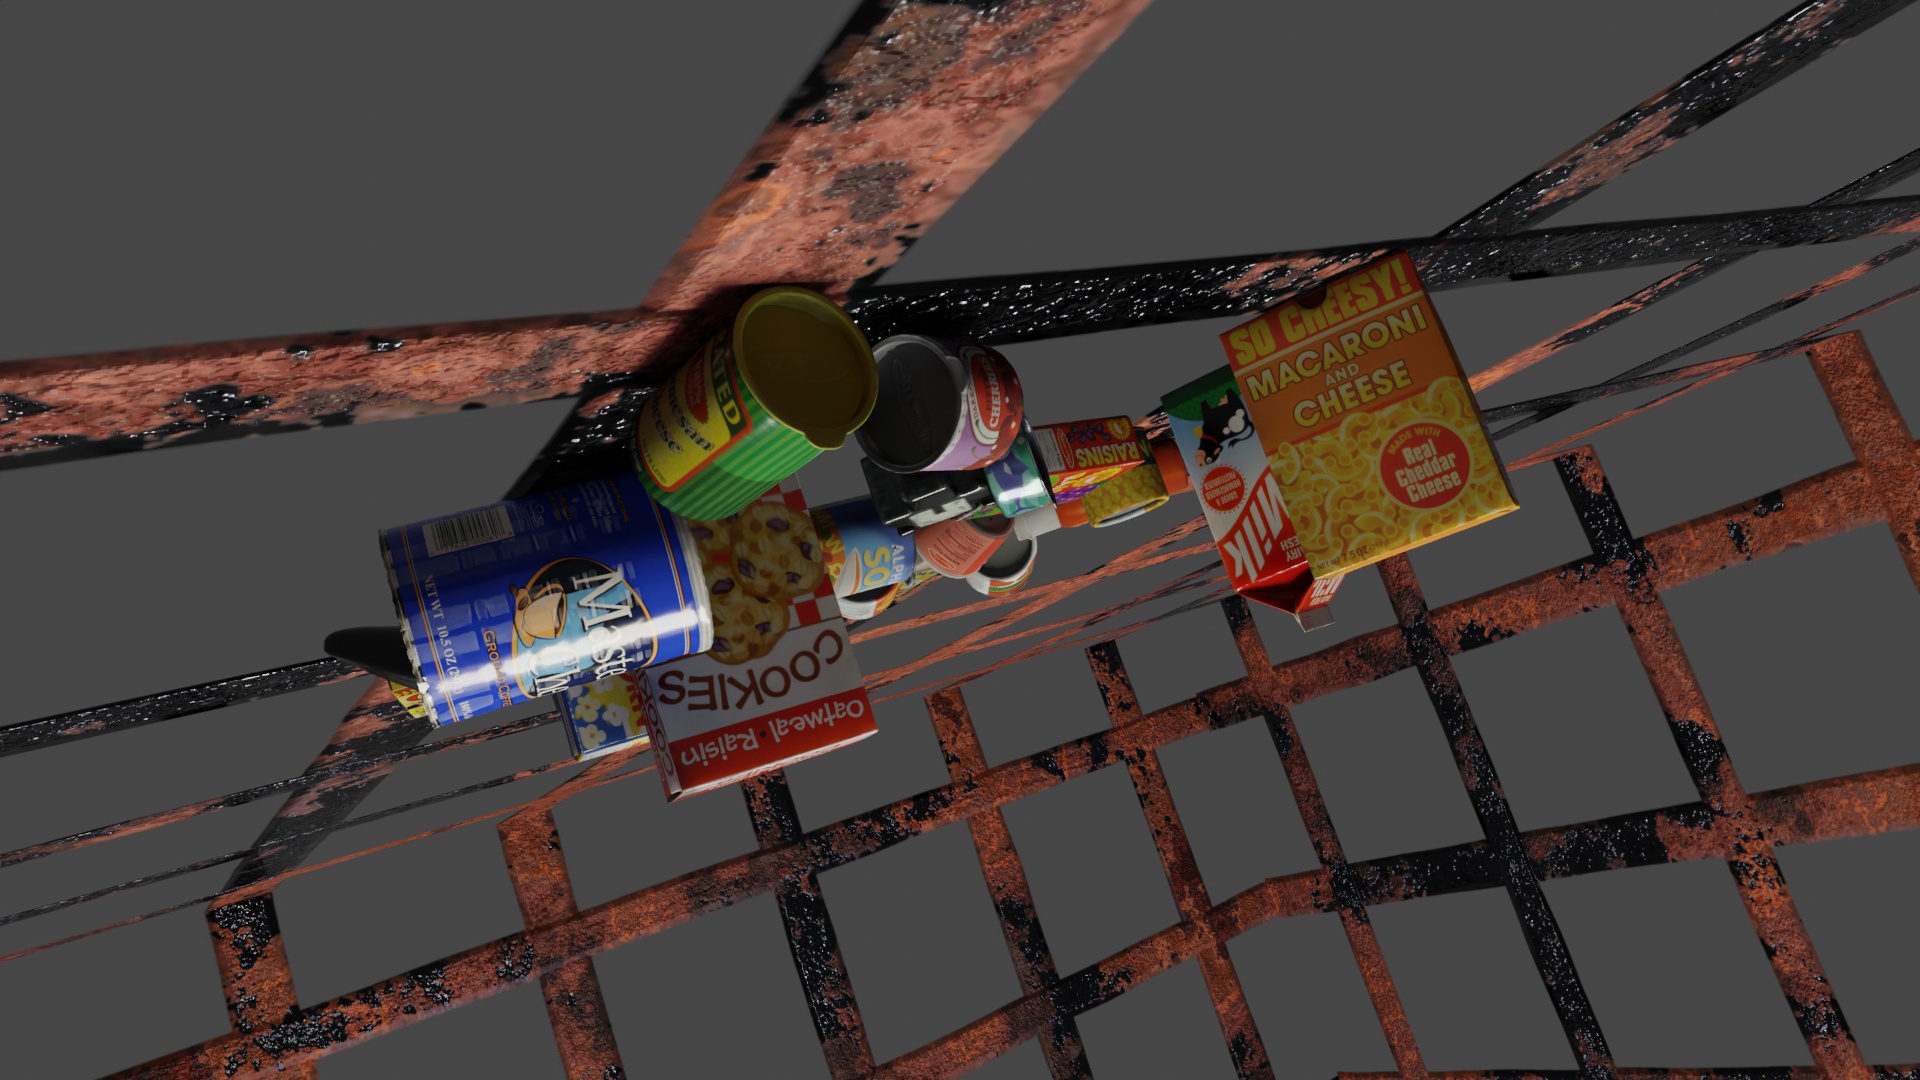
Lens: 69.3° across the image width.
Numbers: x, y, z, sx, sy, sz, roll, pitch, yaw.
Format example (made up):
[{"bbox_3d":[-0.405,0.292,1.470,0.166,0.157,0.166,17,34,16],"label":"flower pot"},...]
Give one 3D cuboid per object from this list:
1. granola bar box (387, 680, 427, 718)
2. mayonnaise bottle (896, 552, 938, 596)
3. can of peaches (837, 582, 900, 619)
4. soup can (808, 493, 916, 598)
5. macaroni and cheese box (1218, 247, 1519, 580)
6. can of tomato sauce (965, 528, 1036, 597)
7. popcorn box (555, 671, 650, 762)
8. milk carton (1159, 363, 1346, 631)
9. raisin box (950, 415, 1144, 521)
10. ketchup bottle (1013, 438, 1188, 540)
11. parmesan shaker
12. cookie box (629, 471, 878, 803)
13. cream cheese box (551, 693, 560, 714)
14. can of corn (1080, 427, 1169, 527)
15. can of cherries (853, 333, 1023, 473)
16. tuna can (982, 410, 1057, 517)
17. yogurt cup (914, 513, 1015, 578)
[{"bbox_3d":[-0.314,0.077,0.983,0.166,0.039,0.124,-16,170,-18],"label":"granola bar box"},{"bbox_3d":[-0.031,0.010,1.160,0.065,0.041,0.147,-10,167,-38],"label":"mayonnaise bottle"},{"bbox_3d":[-0.077,0.021,1.069,0.071,0.071,0.058,-18,170,-10],"label":"can of peaches"},{"bbox_3d":[-0.081,0.008,0.955,0.084,0.071,0.071,-15,169,-25],"label":"soup can"},{"bbox_3d":[0.245,-0.074,0.842,0.123,0.166,0.040,-24,169,23],"label":"macaroni and cheese box"},{"bbox_3d":[0.034,0.010,1.218,0.071,0.071,0.083,-19,170,-3],"label":"can of tomato sauce"},{"bbox_3d":[-0.205,0.060,0.836,0.085,0.127,0.038,-14,172,-27],"label":"popcorn box"},{"bbox_3d":[0.218,-0.028,0.979,0.073,0.191,0.072,-25,169,31],"label":"milk carton"},{"bbox_3d":[0.058,-0.052,0.990,0.124,0.040,0.085,-10,166,-39],"label":"raisin box"},{"bbox_3d":[0.113,-0.040,1.154,0.149,0.043,0.064,-20,170,3],"label":"ketchup bottle"},{"bbox_3d":[-0.090,-0.052,0.588,0.071,0.071,0.102,-11,167,-41],"label":"parmesan shaker"},{"bbox_3d":[-0.133,0.053,0.813,0.123,0.167,0.040,-14,169,-28],"label":"cookie box"},{"bbox_3d":[-0.270,0.104,1.032,0.053,0.024,0.103,-17,172,-27],"label":"cream cheese box"},{"bbox_3d":[0.123,-0.049,1.078,0.071,0.058,0.071,-19,171,-3],"label":"can of corn"},{"bbox_3d":[-0.009,-0.067,0.679,0.071,0.071,0.058,-25,169,32],"label":"can of cherries"},{"bbox_3d":[0.034,-0.047,0.872,0.033,0.071,0.071,-19,171,9],"label":"tuna can"},{"bbox_3d":[0.004,-0.013,1.035,0.072,0.072,0.053,-10,159,-43],"label":"yogurt cup"}]
